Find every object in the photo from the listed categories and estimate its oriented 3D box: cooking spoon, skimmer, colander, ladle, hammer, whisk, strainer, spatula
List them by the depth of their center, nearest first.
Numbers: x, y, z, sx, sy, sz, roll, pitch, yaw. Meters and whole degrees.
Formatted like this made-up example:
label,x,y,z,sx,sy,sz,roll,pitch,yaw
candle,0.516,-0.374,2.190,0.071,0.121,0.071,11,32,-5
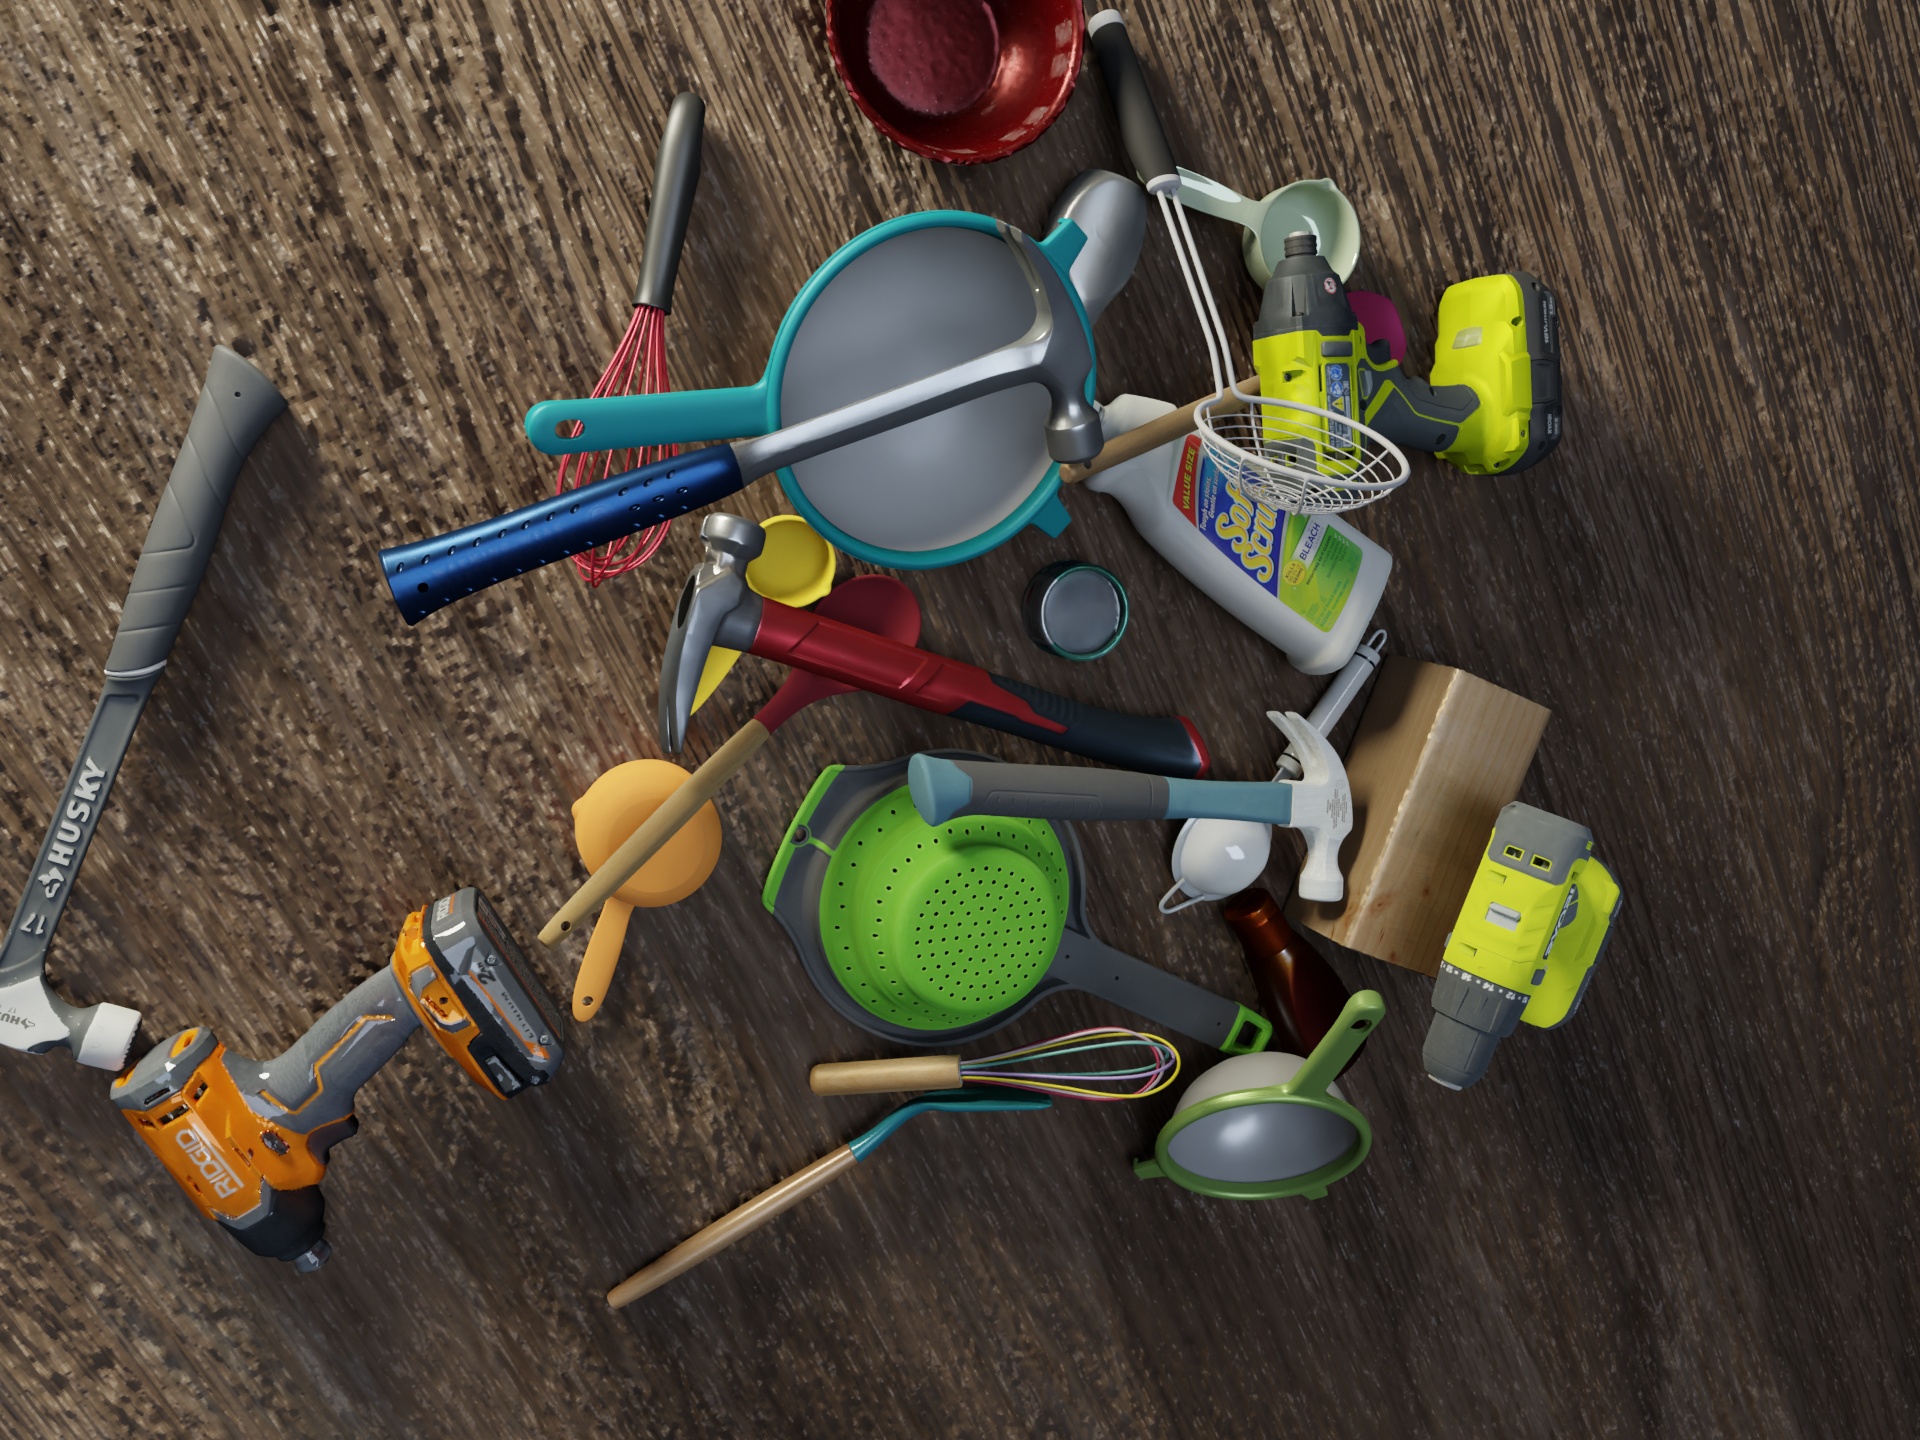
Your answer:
label,x,y,z,sx,sy,sz,roll,pitch,yaw
hammer,-0.114,-0.148,0.868,0.405,0.035,0.144,-22,122,-12
hammer,-0.471,-0.013,0.885,0.149,0.036,0.409,21,91,-20
whisk,-0.185,-0.223,0.934,0.073,0.073,0.296,11,90,-20
strainer,-0.089,-0.195,0.938,0.340,0.095,0.210,-9,118,-22
skimmer,0.159,-0.284,0.951,0.127,0.090,0.363,-10,77,-34
ladle,-0.138,0.023,0.966,0.315,0.031,0.069,-47,108,-24
hammer,-0.002,-0.003,1.010,0.386,0.038,0.143,17,82,-29
hammer,0.119,0.051,1.034,0.330,0.033,0.128,4,90,-26
cooking spoon,0.186,-0.214,1.042,0.319,0.017,0.068,-28,103,-29
whisk,0.021,0.231,1.044,0.245,0.051,0.047,-5,67,7
spatula,-0.088,0.312,1.061,0.317,0.082,0.044,-30,92,-6
colander,0.068,0.160,1.063,0.396,0.094,0.204,26,90,-21
strainer,0.225,0.243,1.097,0.151,0.069,0.256,10,135,-11
strainer,0.230,0.038,1.129,0.086,0.050,0.258,41,81,-36

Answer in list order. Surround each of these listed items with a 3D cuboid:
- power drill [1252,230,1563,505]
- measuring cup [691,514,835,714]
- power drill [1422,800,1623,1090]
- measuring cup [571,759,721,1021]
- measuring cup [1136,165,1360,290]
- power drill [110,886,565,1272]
label,x,y,z,sx,sy,sz,roll,pitch,yaw
power drill,0.293,-0.234,1.056,0.223,0.080,0.171,-9,98,-30
measuring cup,-0.138,-0.062,0.999,0.062,0.029,0.156,36,98,-20
power drill,0.391,0.161,1.114,0.228,0.080,0.190,16,96,-60
measuring cup,-0.205,0.111,0.984,0.095,0.052,0.173,19,91,-21
measuring cup,0.184,-0.332,1.051,0.167,0.038,0.083,16,94,-18
power drill,-0.352,0.218,0.942,0.226,0.084,0.164,-30,108,-7
